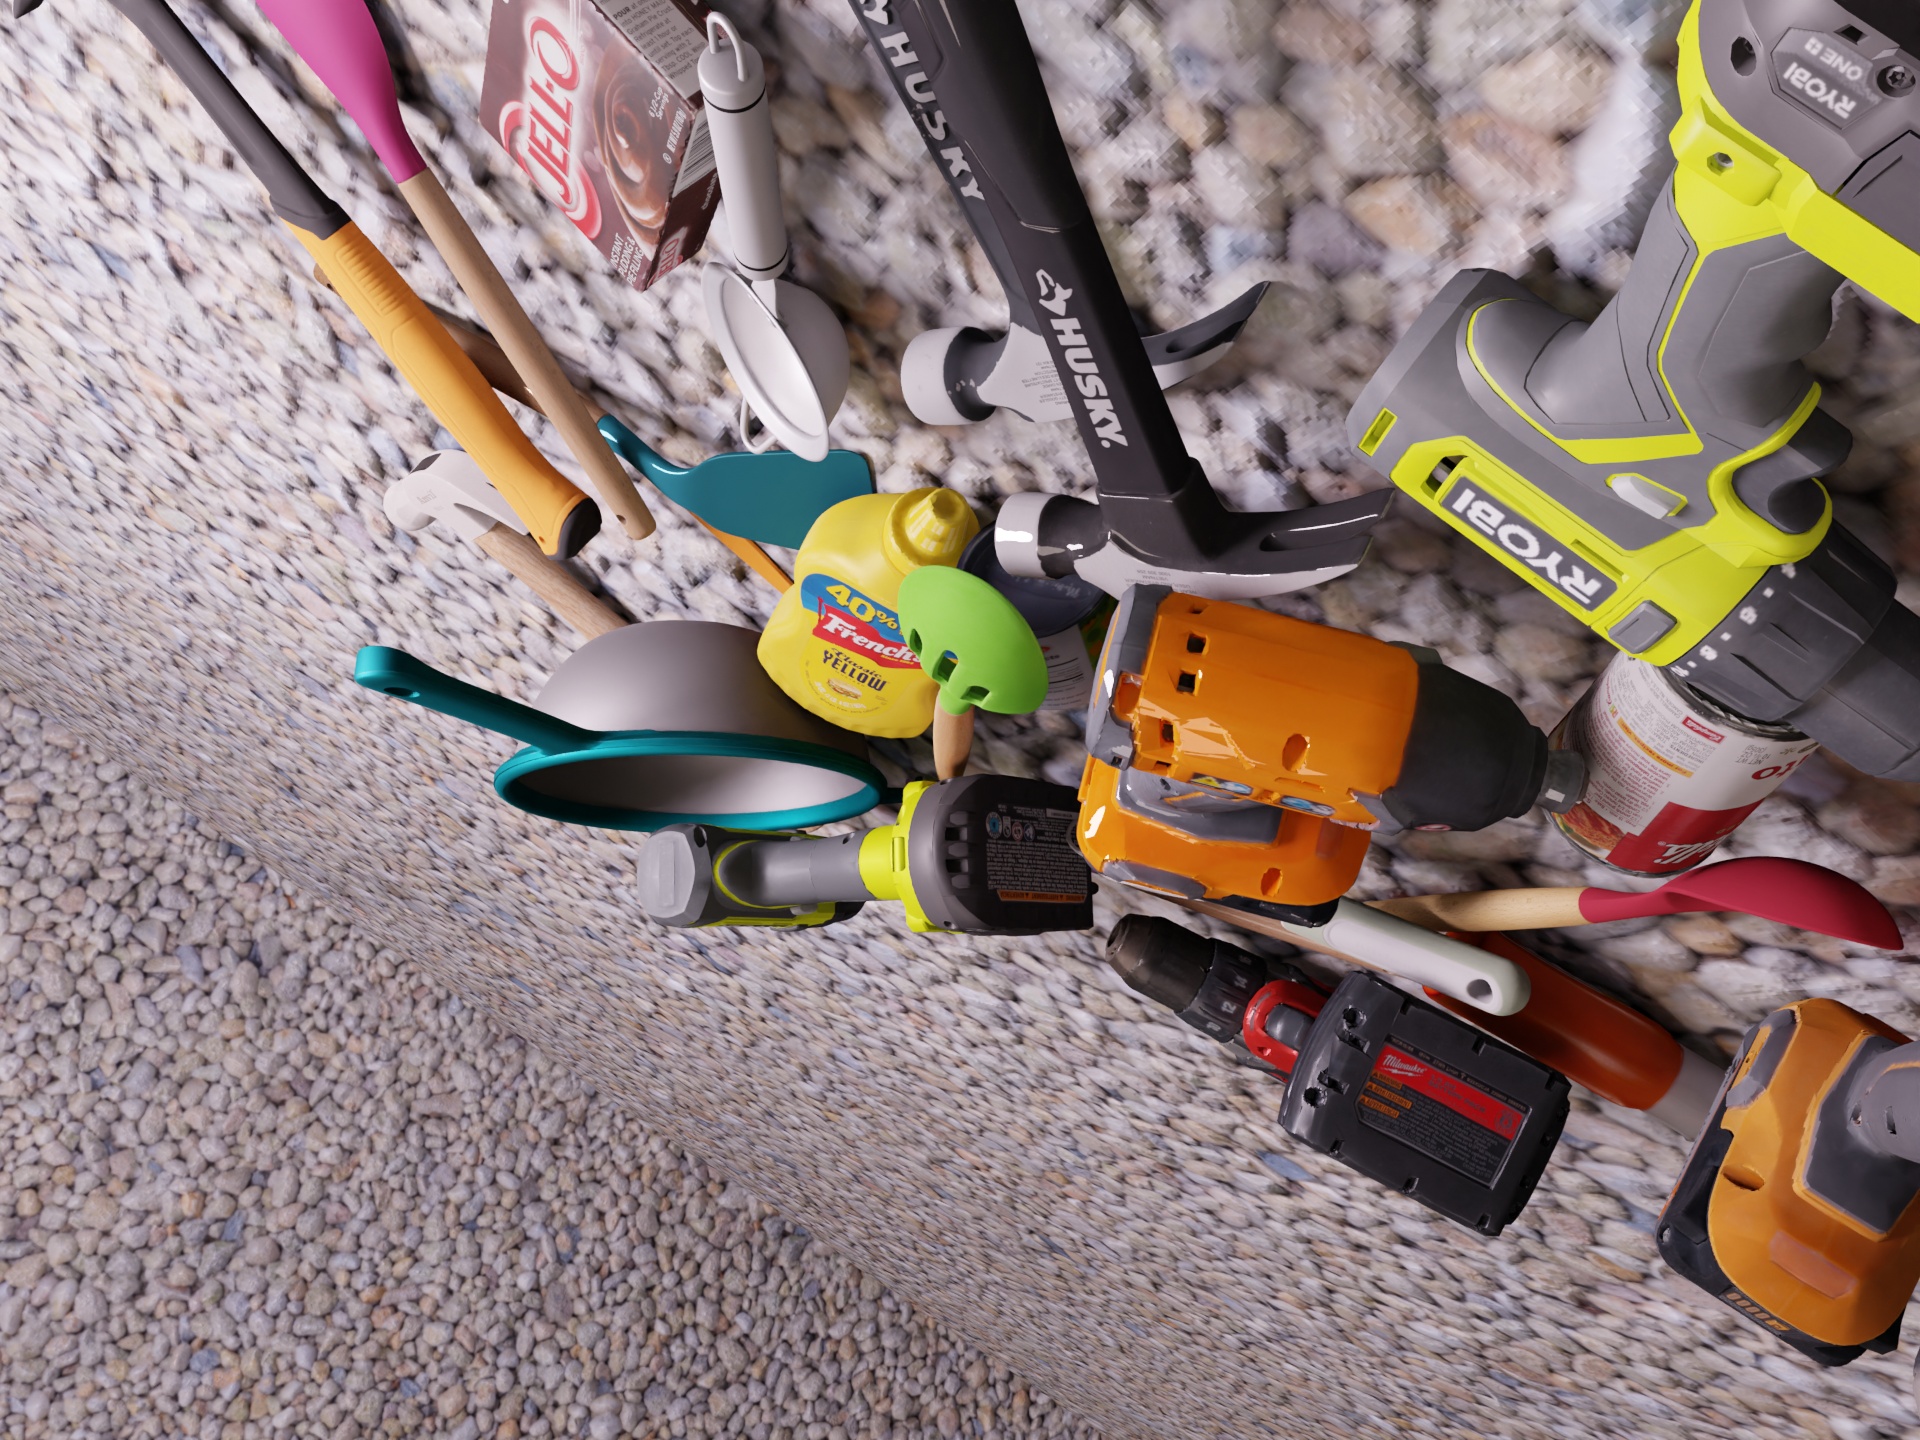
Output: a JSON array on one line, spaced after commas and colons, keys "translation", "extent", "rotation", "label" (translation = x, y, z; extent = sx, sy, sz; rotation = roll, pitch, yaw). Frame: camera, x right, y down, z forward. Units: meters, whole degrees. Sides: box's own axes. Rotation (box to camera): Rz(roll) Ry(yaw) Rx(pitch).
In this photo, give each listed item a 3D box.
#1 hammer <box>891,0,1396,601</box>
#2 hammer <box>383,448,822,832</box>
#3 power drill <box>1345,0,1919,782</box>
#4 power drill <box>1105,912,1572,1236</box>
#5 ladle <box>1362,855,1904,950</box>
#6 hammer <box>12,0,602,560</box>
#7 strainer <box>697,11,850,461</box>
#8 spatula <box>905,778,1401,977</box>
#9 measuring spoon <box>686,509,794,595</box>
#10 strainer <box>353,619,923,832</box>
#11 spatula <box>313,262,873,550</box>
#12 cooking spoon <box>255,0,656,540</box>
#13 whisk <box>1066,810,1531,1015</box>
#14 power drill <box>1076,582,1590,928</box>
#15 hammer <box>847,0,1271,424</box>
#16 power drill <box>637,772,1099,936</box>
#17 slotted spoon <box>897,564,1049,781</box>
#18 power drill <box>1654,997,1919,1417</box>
[{"translation": [0.022, -0.157, 0.452], "extent": [0.146, 0.035, 0.334], "rotation": [9, 145, 36], "label": "hammer"}, {"translation": [-0.199, -0.041, 0.971], "extent": [0.331, 0.031, 0.130], "rotation": [44, 152, -24], "label": "hammer"}, {"translation": [0.207, -0.075, 0.375], "extent": [0.190, 0.080, 0.228], "rotation": [38, 164, 9], "label": "power drill"}, {"translation": [0.175, 0.159, 0.794], "extent": [0.188, 0.080, 0.227], "rotation": [28, 177, -5], "label": "power drill"}, {"translation": [0.246, 0.079, 0.662], "extent": [0.069, 0.031, 0.315], "rotation": [14, 168, -16], "label": "ladle"}, {"translation": [-0.283, -0.209, 0.724], "extent": [0.127, 0.034, 0.336], "rotation": [-3, 131, 49], "label": "hammer"}, {"translation": [-0.067, -0.161, 0.560], "extent": [0.087, 0.050, 0.258], "rotation": [52, 170, 10], "label": "strainer"}, {"translation": [0.102, 0.088, 0.883], "extent": [0.316, 0.018, 0.059], "rotation": [16, 147, 32], "label": "spatula"}, {"translation": [-0.112, -0.084, 0.823], "extent": [0.116, 0.011, 0.021], "rotation": [43, 152, -22], "label": "measuring spoon"}, {"translation": [-0.174, -0.017, 0.822], "extent": [0.211, 0.095, 0.340], "rotation": [-8, 162, 25], "label": "strainer"}, {"translation": [-0.184, -0.158, 0.765], "extent": [0.317, 0.044, 0.082], "rotation": [30, 155, 15], "label": "spatula"}, {"translation": [-0.217, -0.208, 0.676], "extent": [0.069, 0.017, 0.318], "rotation": [4, 134, 44], "label": "cooking spoon"}, {"translation": [0.152, 0.085, 0.755], "extent": [0.246, 0.059, 0.057], "rotation": [20, 123, 39], "label": "whisk"}, {"translation": [0.126, 0.022, 0.606], "extent": [0.164, 0.084, 0.226], "rotation": [14, 166, 4], "label": "power drill"}, {"translation": [-0.041, -0.244, 0.443], "extent": [0.149, 0.036, 0.408], "rotation": [6, 144, 40], "label": "hammer"}, {"translation": [-0.042, 0.082, 0.878], "extent": [0.223, 0.080, 0.171], "rotation": [-9, 168, 37], "label": "power drill"}, {"translation": [-0.001, -0.002, 0.713], "extent": [0.070, 0.031, 0.313], "rotation": [39, 170, 7], "label": "slotted spoon"}, {"translation": [0.305, 0.150, 0.500], "extent": [0.084, 0.185, 0.226], "rotation": [32, 159, 12], "label": "power drill"}]
